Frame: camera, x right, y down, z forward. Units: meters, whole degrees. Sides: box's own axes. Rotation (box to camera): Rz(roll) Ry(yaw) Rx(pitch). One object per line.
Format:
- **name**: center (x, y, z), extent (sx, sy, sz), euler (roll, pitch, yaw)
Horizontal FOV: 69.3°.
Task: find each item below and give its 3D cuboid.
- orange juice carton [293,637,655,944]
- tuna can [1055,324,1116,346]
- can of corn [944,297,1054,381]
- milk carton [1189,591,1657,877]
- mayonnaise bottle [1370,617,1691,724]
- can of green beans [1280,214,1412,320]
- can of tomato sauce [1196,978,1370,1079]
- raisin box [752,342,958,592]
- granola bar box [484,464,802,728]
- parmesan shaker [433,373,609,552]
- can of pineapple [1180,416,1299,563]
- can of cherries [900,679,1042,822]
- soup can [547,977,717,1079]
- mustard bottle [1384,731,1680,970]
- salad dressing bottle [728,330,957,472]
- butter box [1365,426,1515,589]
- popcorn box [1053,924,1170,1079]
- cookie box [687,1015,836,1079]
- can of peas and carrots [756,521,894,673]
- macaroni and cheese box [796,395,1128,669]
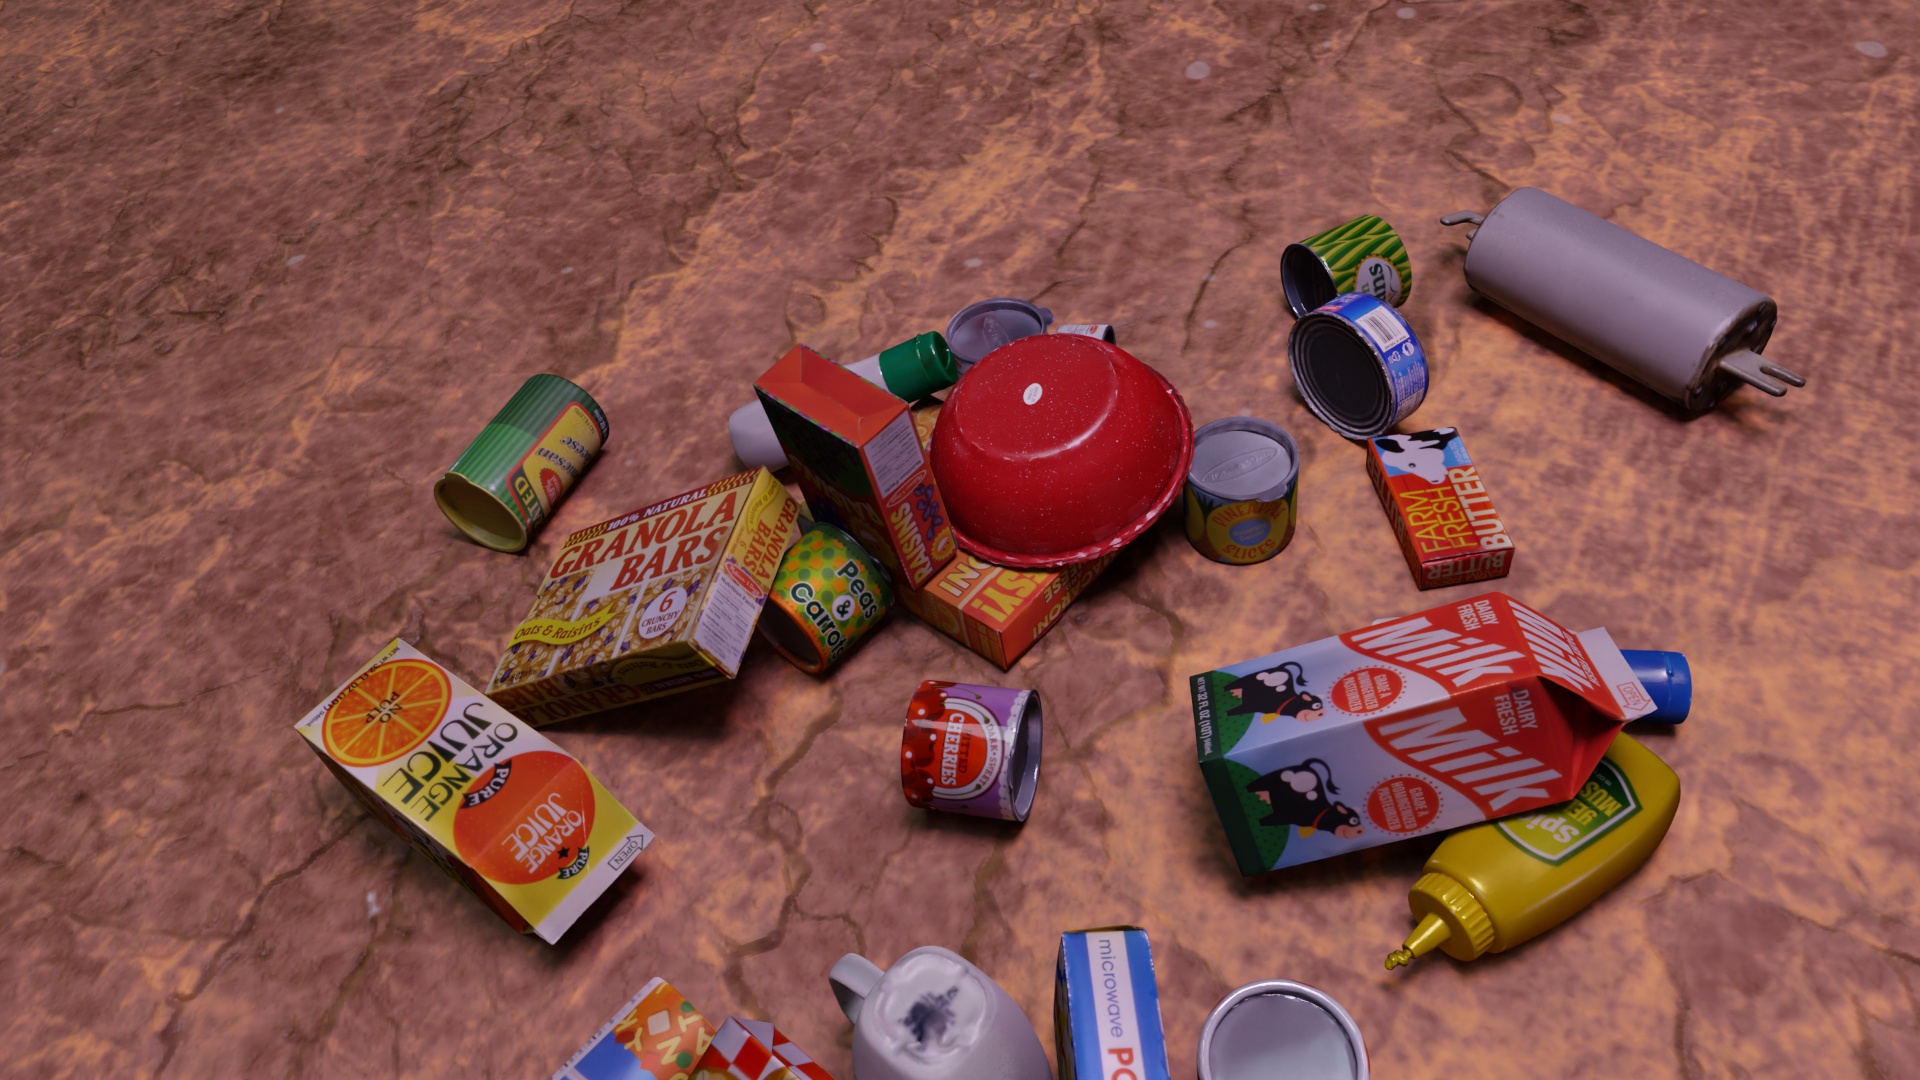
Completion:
- **orange juice carton**: center (-0.248, 0.134, 0.720), extent (0.193, 0.072, 0.072), euler (25, 57, 29)
- **tuna can**: center (0.078, -0.101, 0.882), extent (0.033, 0.070, 0.071), euler (3, 49, 15)
- **can of corn**: center (0.029, -0.116, 0.907), extent (0.071, 0.058, 0.071), euler (-6, 47, 6)
- **milk carton**: center (0.208, 0.084, 0.637), extent (0.190, 0.073, 0.073), euler (-18, 25, 14)
- **mayonnaise bottle**: center (0.283, 0.071, 0.698), extent (0.148, 0.041, 0.065), euler (2, 48, 11)
- **can of green beans**: center (0.253, -0.173, 0.912), extent (0.058, 0.071, 0.071), euler (-23, 48, -11)
- **can of tomato sauce**: center (0.129, 0.222, 0.558), extent (0.071, 0.082, 0.071), euler (-5, 48, 6)
- **raisin box**: center (-0.055, -0.038, 0.752), extent (0.086, 0.122, 0.040), euler (31, 64, 33)
- **granola bar box**: center (-0.178, 0.032, 0.777), extent (0.165, 0.039, 0.125), euler (-16, 41, 33)
- **parmesan shaker**: center (-0.283, -0.054, 0.900), extent (0.071, 0.071, 0.103), euler (12, 51, 21)
- **can of pineapple**: center (0.161, -0.027, 0.800), extent (0.071, 0.057, 0.071), euler (-6, 47, 6)
- **can of cherries**: center (0.006, 0.105, 0.699), extent (0.058, 0.071, 0.072), euler (5, 49, 15)
- **soup can**: center (-0.140, 0.245, 0.602), extent (0.071, 0.071, 0.084), euler (30, 59, 32)
- **mustard bottle**: center (0.253, 0.146, 0.628), extent (0.161, 0.048, 0.065), euler (-32, 45, -18)
- **salad dressing bottle**: center (-0.074, -0.088, 0.880), extent (0.147, 0.044, 0.064), euler (-21, 27, 18)
- **butter box**: center (0.273, -0.021, 0.795), extent (0.053, 0.024, 0.104), euler (-9, 47, 2)
- **popcorn box**: center (0.062, 0.232, 0.559), extent (0.038, 0.084, 0.127), euler (-2, 47, -2)
- **cookie box**: center (-0.084, 0.290, 0.526), extent (0.123, 0.040, 0.167), euler (28, 81, 32)
- **can of peas and carrots**: center (-0.079, 0.033, 0.783), extent (0.071, 0.070, 0.059), euler (30, 60, 32)
- **macaroni and cheese box**: center (0.003, -0.010, 0.827), extent (0.167, 0.040, 0.124), euler (29, 60, 32)
